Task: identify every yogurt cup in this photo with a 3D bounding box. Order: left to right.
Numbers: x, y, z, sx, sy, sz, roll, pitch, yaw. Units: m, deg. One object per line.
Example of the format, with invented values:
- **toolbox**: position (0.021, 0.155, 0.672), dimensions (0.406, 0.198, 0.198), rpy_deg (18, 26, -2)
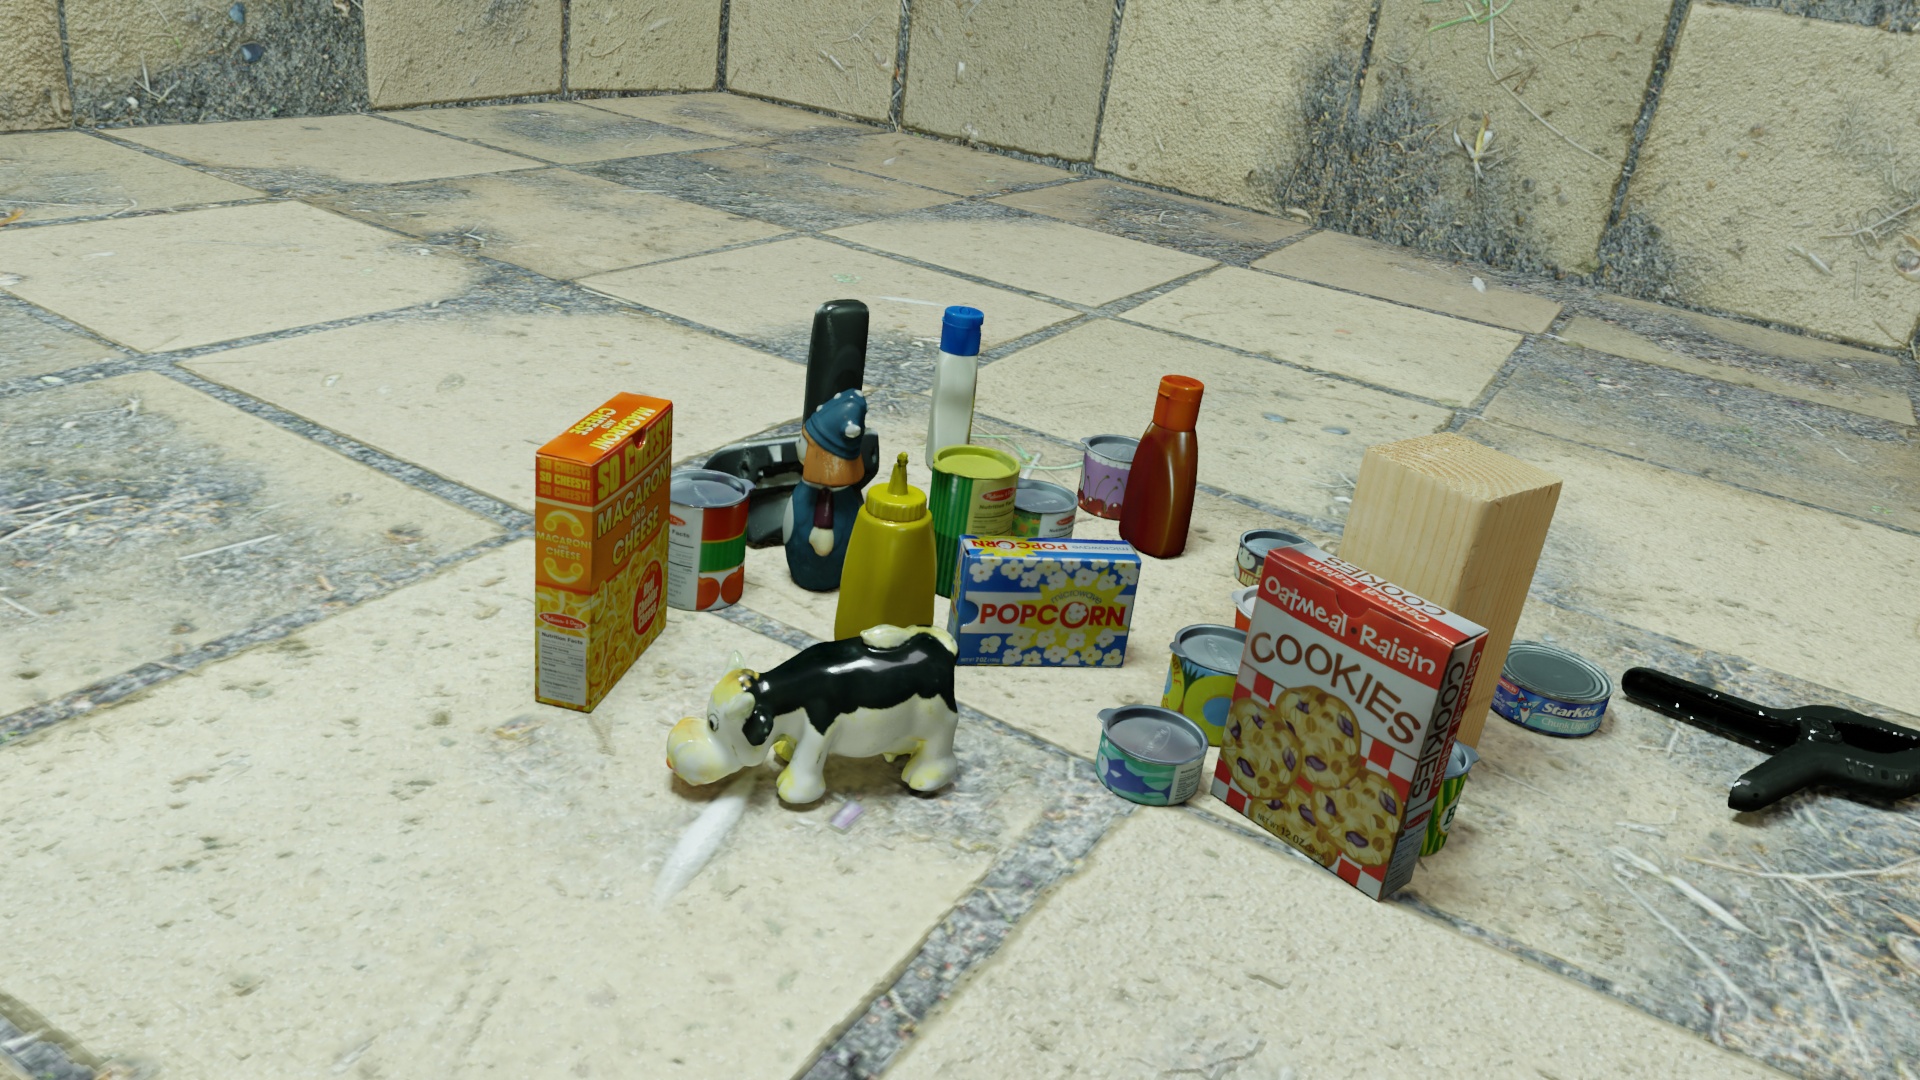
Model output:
- **yogurt cup**: position (0.227, 0.071, 1.000), dimensions (0.072, 0.053, 0.073), rpy_deg (7, 24, -3)

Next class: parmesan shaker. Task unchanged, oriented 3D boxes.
- **parmesan shaker**: position (0.004, -0.013, 1.057), dimensions (0.071, 0.102, 0.071), rpy_deg (7, 24, -3)

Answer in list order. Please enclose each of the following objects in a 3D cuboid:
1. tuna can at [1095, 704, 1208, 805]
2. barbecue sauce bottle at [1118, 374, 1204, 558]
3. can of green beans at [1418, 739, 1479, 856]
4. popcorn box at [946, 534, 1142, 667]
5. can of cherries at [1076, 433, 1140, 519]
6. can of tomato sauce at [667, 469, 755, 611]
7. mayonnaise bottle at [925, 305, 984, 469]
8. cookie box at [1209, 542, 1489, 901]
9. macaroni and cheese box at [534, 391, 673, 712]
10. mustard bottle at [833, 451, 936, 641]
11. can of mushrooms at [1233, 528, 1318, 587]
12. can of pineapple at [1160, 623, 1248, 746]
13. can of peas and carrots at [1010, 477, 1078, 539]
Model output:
- **tuna can**: position (0.115, 0.131, 0.859), dimensions (0.071, 0.032, 0.071), rpy_deg (7, 24, -3)
- **barbecue sauce bottle**: position (0.172, -0.063, 1.162), dimensions (0.044, 0.147, 0.065), rpy_deg (-9, 29, -34)
- **can of green beans**: position (0.267, 0.148, 0.838), dimensions (0.071, 0.057, 0.071), rpy_deg (7, 24, -3)
- **popcorn box**: position (0.057, 0.043, 0.972), dimensions (0.127, 0.084, 0.038), rpy_deg (2, 25, -13)
- **can of cherries**: position (0.138, -0.058, 1.248), dimensions (0.071, 0.058, 0.072), rpy_deg (7, 24, -3)
- **can of tomato sauce**: position (-0.185, -0.001, 0.996), dimensions (0.071, 0.082, 0.071), rpy_deg (7, 24, -3)
- **mayonnaise bottle**: position (-0.005, -0.139, 1.276), dimensions (0.041, 0.147, 0.065), rpy_deg (6, 24, -4)
- **cookie box**: position (0.216, 0.101, 0.793), dimensions (0.040, 0.166, 0.123), rpy_deg (-14, 32, -40)
- **macaroni and cheese box**: position (-0.222, 0.004, 0.873), dimensions (0.040, 0.165, 0.124), rpy_deg (11, 24, 7)
- **mustard bottle**: position (-0.046, 0.013, 0.914), dimensions (0.049, 0.159, 0.065), rpy_deg (27, 30, 36)
- **can of mushrooms**: position (0.260, 0.019, 1.148), dimensions (0.071, 0.033, 0.071), rpy_deg (7, 24, -3)
- **can of pineapple**: position (0.168, 0.095, 0.923), dimensions (0.071, 0.057, 0.071), rpy_deg (7, 24, -3)
- **can of peas and carrots**: position (0.057, -0.012, 1.122), dimensions (0.071, 0.058, 0.071), rpy_deg (7, 24, -3)
